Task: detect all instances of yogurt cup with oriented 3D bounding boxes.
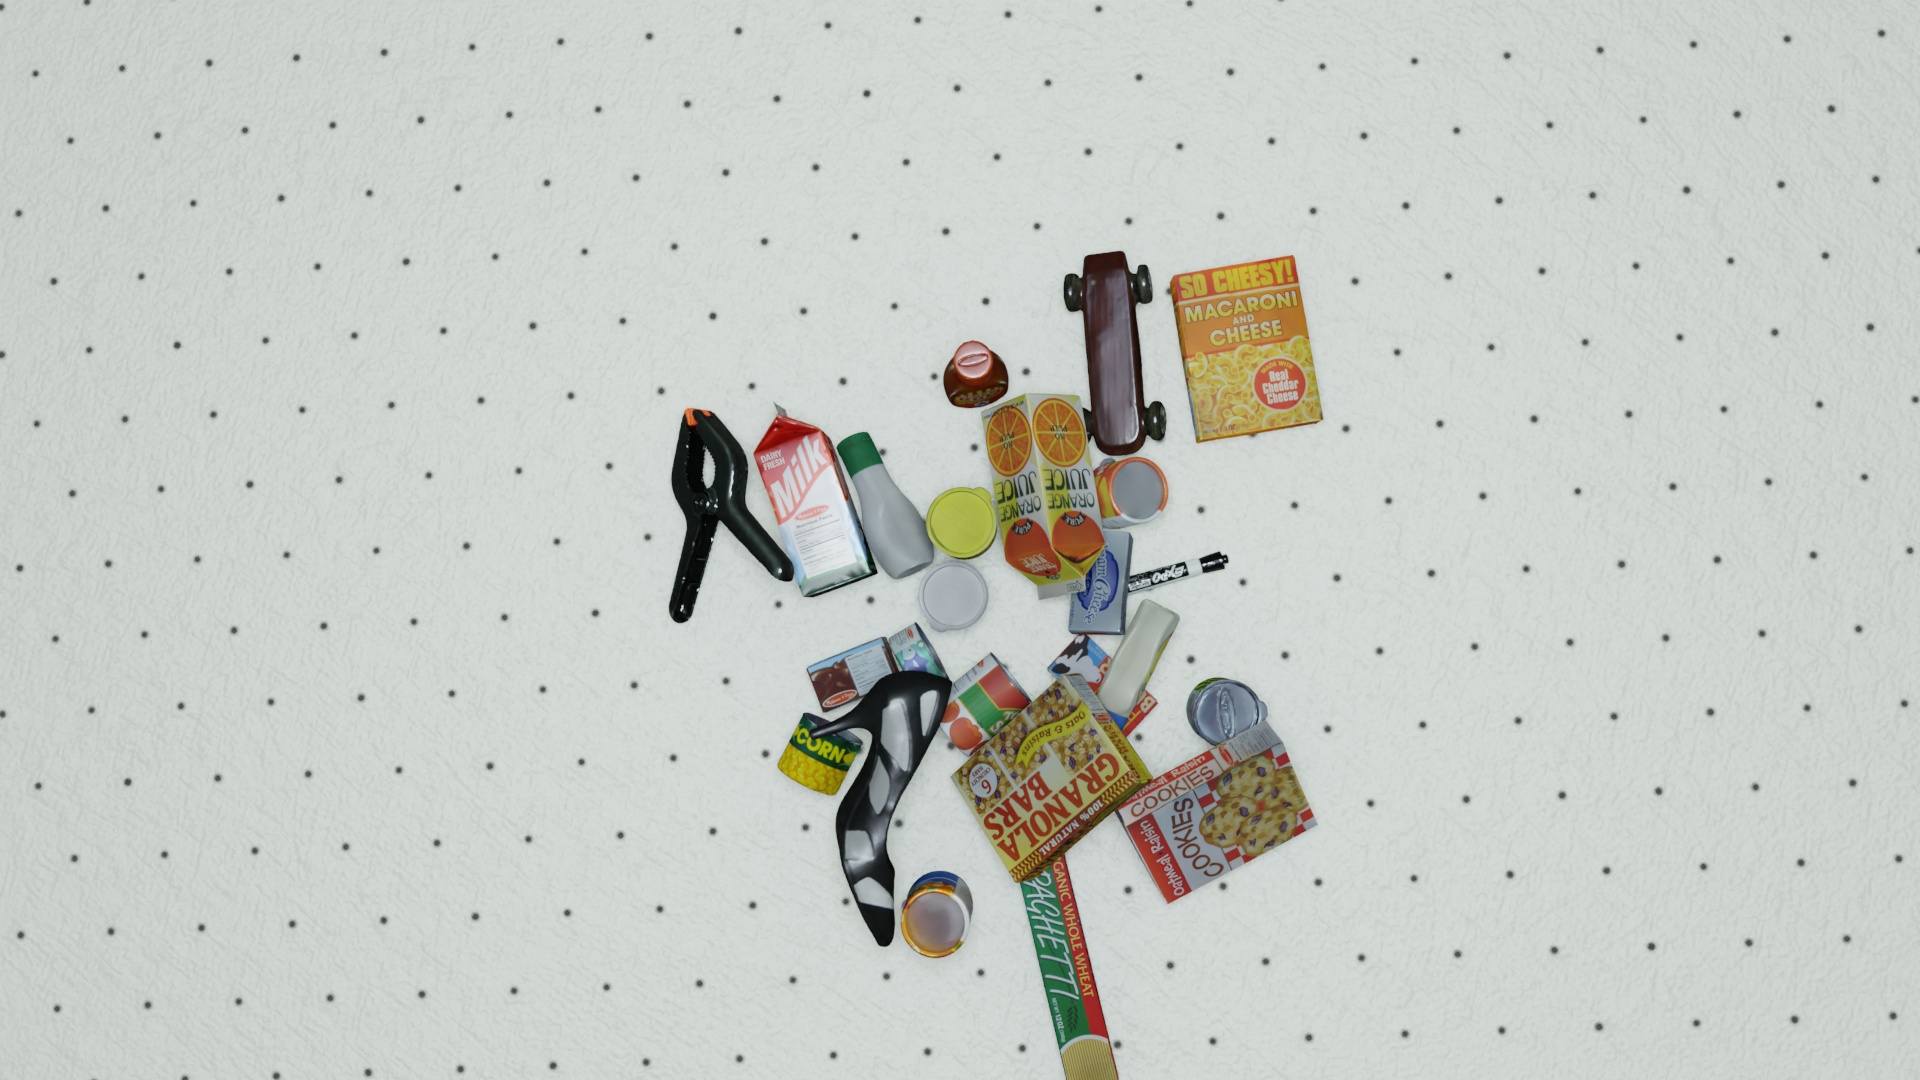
[{"bbox_3d":[-0.006,0.055,1.368,0.072,0.054,0.072,0,87,2],"label":"yogurt cup"}]

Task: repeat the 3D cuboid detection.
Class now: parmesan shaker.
[{"bbox_3d":[0.005,-0.017,1.348,0.071,0.103,0.071,0,87,2],"label":"parmesan shaker"}]

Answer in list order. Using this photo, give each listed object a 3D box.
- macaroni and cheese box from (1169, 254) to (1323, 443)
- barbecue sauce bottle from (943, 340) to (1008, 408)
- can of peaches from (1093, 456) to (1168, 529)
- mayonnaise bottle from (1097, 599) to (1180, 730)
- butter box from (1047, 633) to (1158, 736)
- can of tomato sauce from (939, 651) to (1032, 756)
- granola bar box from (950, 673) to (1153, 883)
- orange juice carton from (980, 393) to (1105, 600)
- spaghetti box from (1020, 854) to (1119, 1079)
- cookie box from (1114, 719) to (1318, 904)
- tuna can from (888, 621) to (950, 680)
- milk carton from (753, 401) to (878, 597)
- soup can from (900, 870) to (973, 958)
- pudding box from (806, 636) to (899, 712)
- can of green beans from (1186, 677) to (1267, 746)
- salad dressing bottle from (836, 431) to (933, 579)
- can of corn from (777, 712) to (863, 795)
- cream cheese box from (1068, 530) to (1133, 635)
[{"bbox_3d":[0.282,-0.189,1.380,0.124,0.040,0.166,-9,87,2],"label":"macaroni and cheese box"},{"bbox_3d":[0.014,-0.160,1.333,0.065,0.148,0.043,-13,86,1],"label":"barbecue sauce bottle"},{"bbox_3d":[0.161,-0.049,1.357,0.071,0.058,0.071,2,85,-20],"label":"can of peaches"},{"bbox_3d":[0.161,0.129,1.329,0.041,0.065,0.148,26,91,12],"label":"mayonnaise bottle"},{"bbox_3d":[0.140,0.143,1.372,0.103,0.024,0.053,43,89,4],"label":"butter box"},{"bbox_3d":[0.020,0.162,1.354,0.083,0.071,0.071,-40,86,0],"label":"can of tomato sauce"},{"bbox_3d":[0.084,0.224,1.312,0.165,0.039,0.124,-45,64,23],"label":"granola bar box"},{"bbox_3d":[0.082,-0.041,1.343,0.073,0.071,0.193,-3,81,-39],"label":"orange juice carton"},{"bbox_3d":[0.101,0.411,1.354,0.050,0.028,0.250,-14,86,2],"label":"spaghetti box"},{"bbox_3d":[0.242,0.260,1.324,0.167,0.040,0.122,-28,122,0],"label":"cookie box"},{"bbox_3d":[-0.040,0.118,1.360,0.033,0.071,0.071,-30,86,1],"label":"tuna can"},{"bbox_3d":[-0.148,-0.045,1.371,0.073,0.072,0.190,-20,87,1],"label":"milk carton"},{"bbox_3d":[-0.025,0.359,1.334,0.071,0.084,0.071,0,87,3],"label":"soup can"},{"bbox_3d":[-0.105,0.132,1.378,0.084,0.030,0.049,-23,87,1],"label":"pudding box"},{"bbox_3d":[0.255,0.167,1.350,0.071,0.058,0.071,0,87,2],"label":"can of green beans"},{"bbox_3d":[-0.077,-0.036,1.377,0.043,0.064,0.148,-36,75,43],"label":"salad dressing bottle"},{"bbox_3d":[-0.138,0.209,1.354,0.071,0.071,0.058,27,89,3],"label":"can of corn"},{"bbox_3d":[0.138,0.041,1.362,0.053,0.024,0.104,2,73,18],"label":"cream cheese box"}]
